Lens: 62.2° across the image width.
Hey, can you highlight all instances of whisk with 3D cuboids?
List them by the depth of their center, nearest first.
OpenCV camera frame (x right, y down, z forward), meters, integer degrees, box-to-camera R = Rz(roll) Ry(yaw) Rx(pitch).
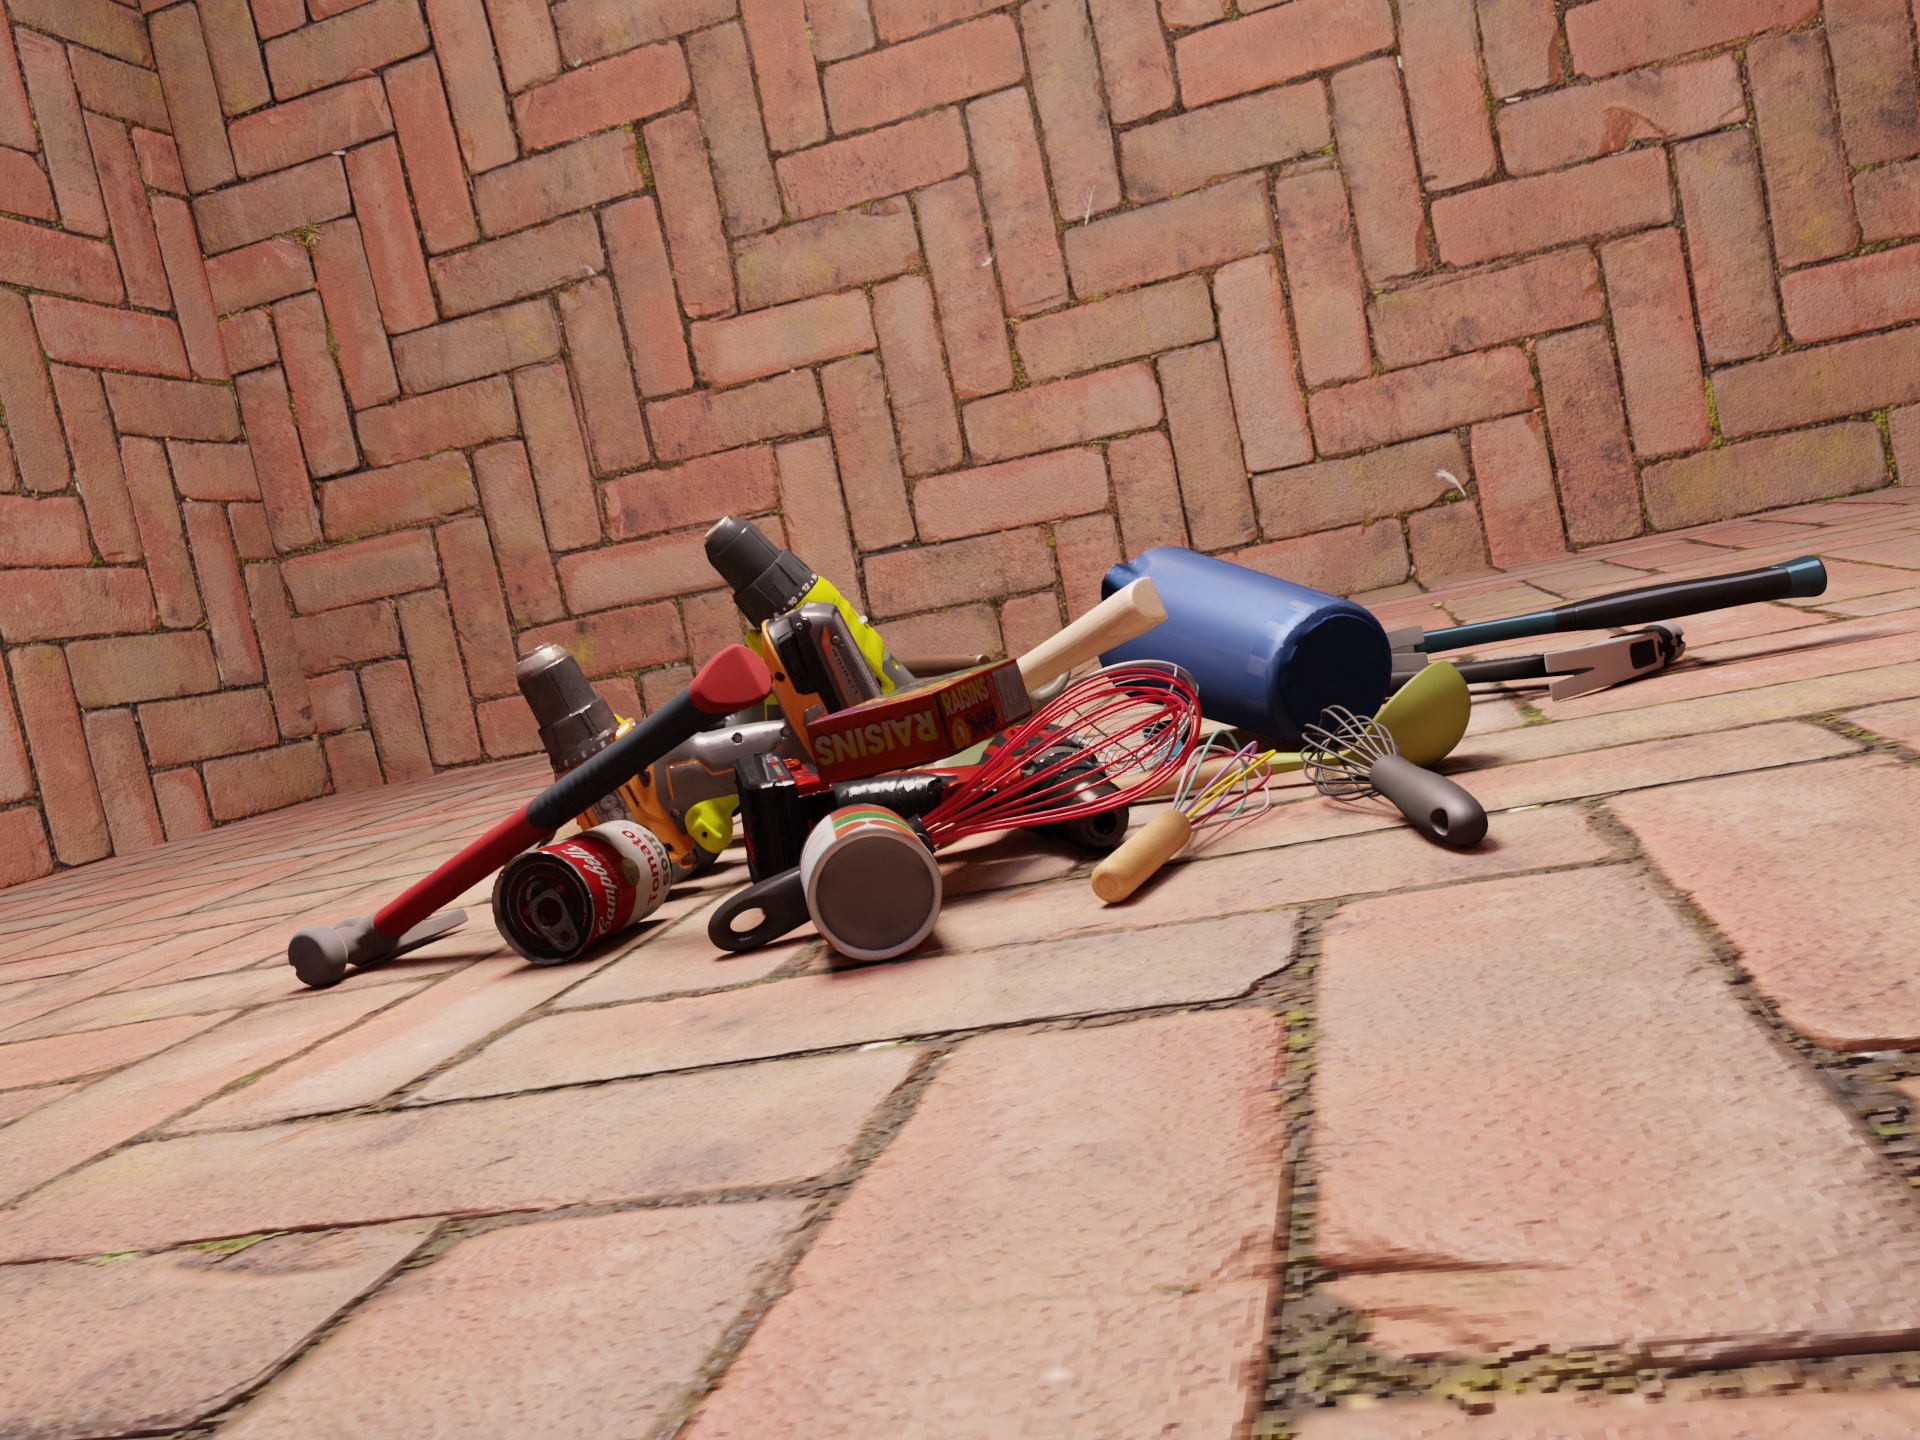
[{"bbox_3d":[0.226,0.032,0.840,0.055,0.055,0.239,-12,9,-1],"label":"whisk"},{"bbox_3d":[-0.002,0.052,0.865,0.296,0.073,0.073,-26,6,-6],"label":"whisk"},{"bbox_3d":[0.126,0.050,0.875,0.047,0.051,0.245,-3,11,27],"label":"whisk"}]

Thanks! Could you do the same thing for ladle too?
[{"bbox_3d":[0.171,0.021,1.030,0.320,0.062,0.078,-12,-7,32],"label":"ladle"}]

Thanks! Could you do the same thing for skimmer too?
[{"bbox_3d":[0.099,-0.006,1.301,0.127,0.090,0.363,-15,5,-6],"label":"skimmer"}]

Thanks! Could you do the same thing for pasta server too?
[{"bbox_3d":[-0.067,-0.049,1.297,0.060,0.040,0.316,-24,12,-29],"label":"pasta server"}]

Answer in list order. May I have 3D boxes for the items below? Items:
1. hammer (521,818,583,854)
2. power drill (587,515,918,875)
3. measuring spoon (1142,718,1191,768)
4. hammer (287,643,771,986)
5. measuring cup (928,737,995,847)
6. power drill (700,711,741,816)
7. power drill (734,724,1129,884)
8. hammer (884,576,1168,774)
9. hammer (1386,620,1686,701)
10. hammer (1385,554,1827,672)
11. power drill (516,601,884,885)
[{"bbox_3d":[-0.292,0.097,1.170,0.130,0.031,0.331,-48,14,2],"label":"hammer"},{"bbox_3d":[-0.170,-0.016,1.154,0.228,0.190,0.080,-42,15,6],"label":"power drill"},{"bbox_3d":[0.166,0.025,1.255,0.042,0.021,0.129,-11,14,9],"label":"measuring spoon"},{"bbox_3d":[-0.256,0.059,1.002,0.386,0.038,0.143,-32,-4,27],"label":"hammer"},{"bbox_3d":[0.008,0.063,1.120,0.083,0.038,0.168,-7,23,25],"label":"measuring cup"},{"bbox_3d":[-0.153,0.037,1.372,0.223,0.080,0.171,-10,-21,-48],"label":"power drill"},{"bbox_3d":[-0.016,0.055,0.973,0.226,0.080,0.188,-9,11,-12],"label":"power drill"},{"bbox_3d":[-0.002,-0.004,1.184,0.146,0.038,0.410,-18,-10,-42],"label":"hammer"},{"bbox_3d":[0.384,-0.035,1.271,0.146,0.035,0.335,-15,5,-39],"label":"hammer"},{"bbox_3d":[0.452,-0.076,1.172,0.331,0.033,0.128,-10,3,17],"label":"hammer"},{"bbox_3d":[-0.175,-0.003,1.079,0.226,0.185,0.084,-27,9,4],"label":"power drill"}]
